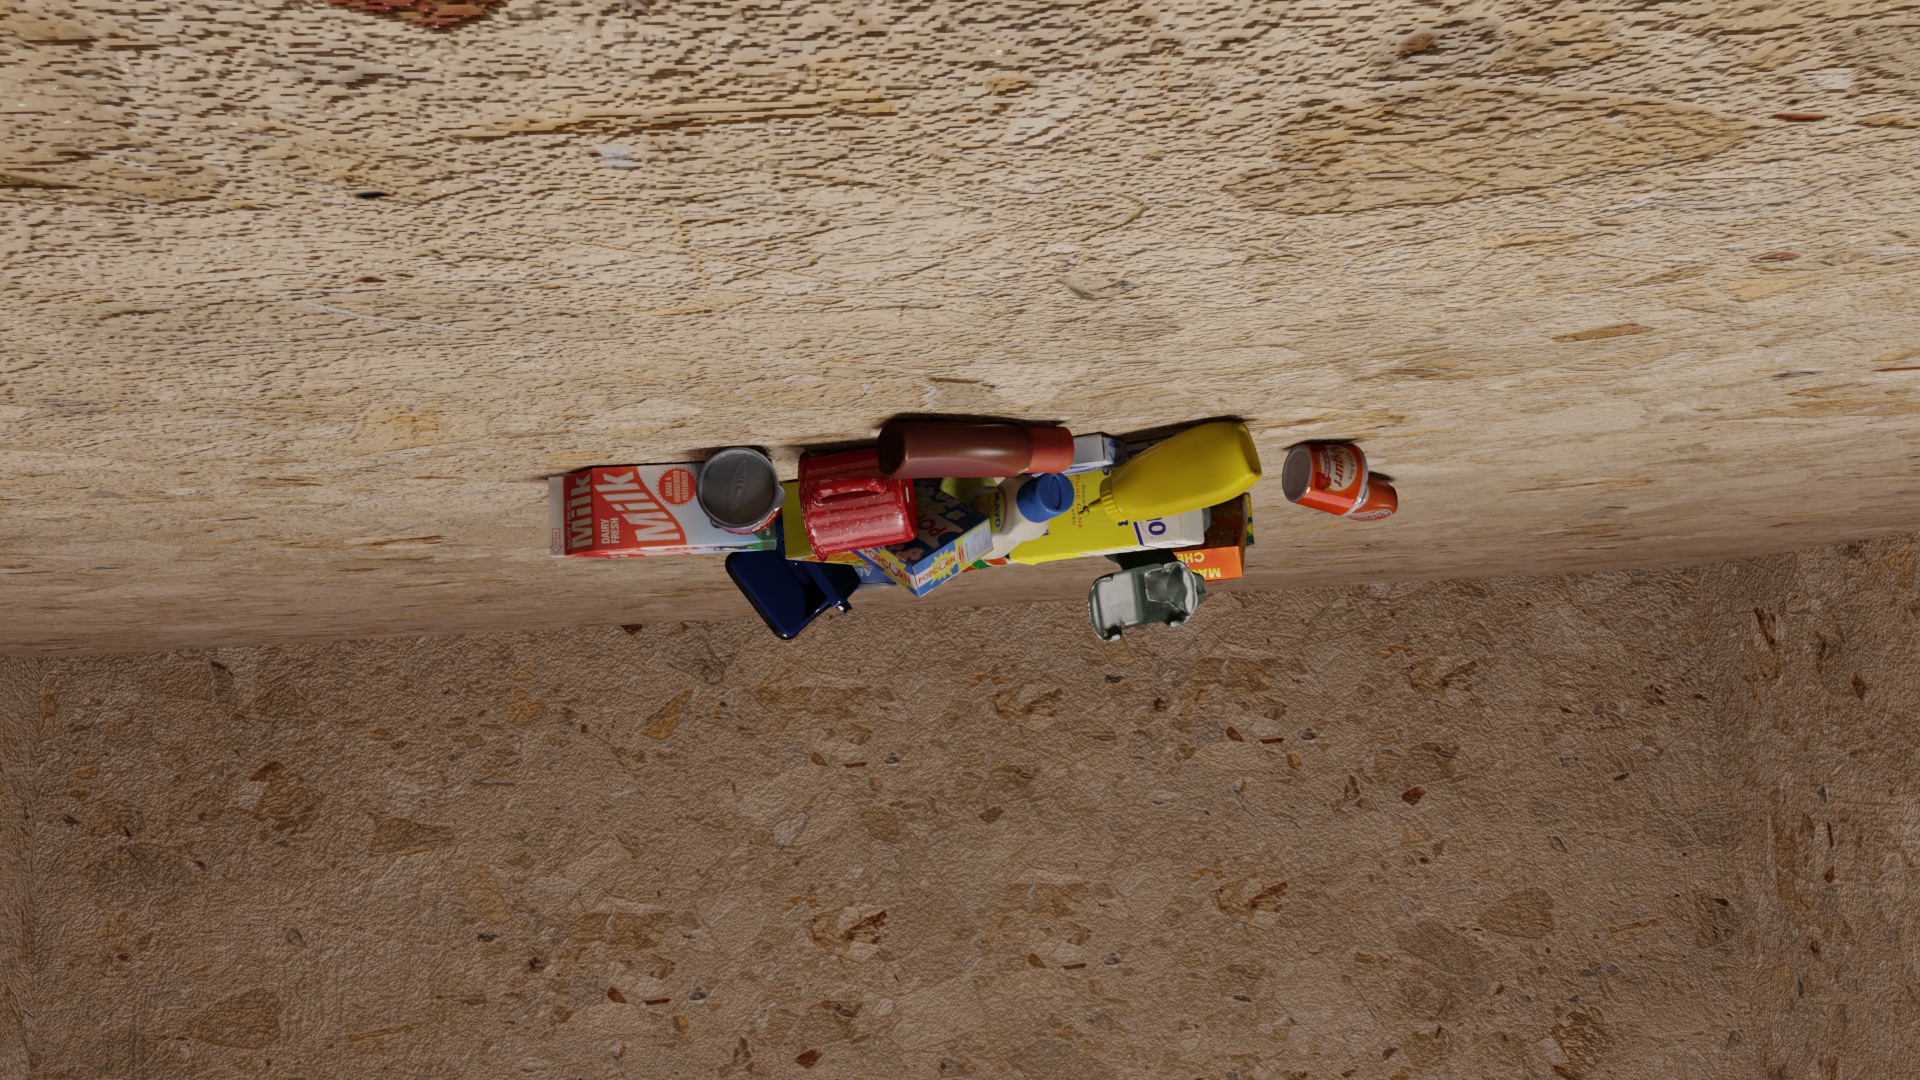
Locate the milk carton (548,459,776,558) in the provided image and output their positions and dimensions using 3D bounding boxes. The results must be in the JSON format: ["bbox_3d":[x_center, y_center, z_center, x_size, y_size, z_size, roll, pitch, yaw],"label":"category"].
[{"bbox_3d":[-0.255,-0.025,1.193,0.191,0.072,0.073,-2,174,-7],"label":"milk carton"}]

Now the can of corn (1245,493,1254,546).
[{"bbox_3d":[0.303,-0.022,1.596,0.071,0.058,0.071,-3,174,0],"label":"can of corn"}]

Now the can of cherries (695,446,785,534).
[{"bbox_3d":[-0.177,-0.038,1.132,0.071,0.071,0.058,-3,173,-5],"label":"can of cherries"}]

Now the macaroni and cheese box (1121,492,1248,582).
[{"bbox_3d":[0.243,-0.003,1.488,0.123,0.040,0.167,-6,-159,16],"label":"macaroni and cheese box"}]

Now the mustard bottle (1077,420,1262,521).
[{"bbox_3d":[0.167,-0.049,1.152,0.160,0.065,0.049,-20,170,30],"label":"mustard bottle"}]

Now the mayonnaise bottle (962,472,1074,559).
[{"bbox_3d":[0.047,-0.026,1.185,0.041,0.065,0.147,3,168,-24],"label":"mayonnaise bottle"}]

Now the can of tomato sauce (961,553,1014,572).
[{"bbox_3d":[0.030,-0.001,1.600,0.071,0.071,0.083,3,170,-45],"label":"can of tomato sauce"}]

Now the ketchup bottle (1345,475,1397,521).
[{"bbox_3d":[0.428,-0.049,1.495,0.064,0.043,0.149,-6,173,25],"label":"ketchup bottle"}]

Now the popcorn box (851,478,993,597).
[{"bbox_3d":[-0.044,-0.010,1.201,0.085,0.038,0.127,-32,-139,-26],"label":"popcorn box"}]

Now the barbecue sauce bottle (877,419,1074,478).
[{"bbox_3d":[0.015,-0.070,1.068,0.149,0.043,0.064,-1,173,-24],"label":"barbecue sauce bottle"}]

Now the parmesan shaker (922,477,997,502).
[{"bbox_3d":[-0.018,-0.029,1.298,0.071,0.071,0.103,0,173,-30],"label":"parmesan shaker"}]

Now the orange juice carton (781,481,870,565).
[{"bbox_3d":[-0.091,-0.016,1.362,0.072,0.073,0.193,-8,173,27],"label":"orange juice carton"}]

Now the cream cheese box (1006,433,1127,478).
[{"bbox_3d":[0.086,-0.071,1.188,0.103,0.024,0.053,-7,174,28],"label":"cream cheese box"}]

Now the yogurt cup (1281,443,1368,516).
[{"bbox_3d":[0.330,-0.058,1.266,0.054,0.072,0.072,7,171,-16],"label":"yogurt cup"}]

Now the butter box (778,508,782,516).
[{"bbox_3d":[-0.190,-0.019,1.507,0.053,0.024,0.103,-7,173,34],"label":"butter box"}]

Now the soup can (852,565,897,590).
[{"bbox_3d":[-0.108,0.011,1.552,0.071,0.084,0.071,-4,173,0],"label":"soup can"}]
